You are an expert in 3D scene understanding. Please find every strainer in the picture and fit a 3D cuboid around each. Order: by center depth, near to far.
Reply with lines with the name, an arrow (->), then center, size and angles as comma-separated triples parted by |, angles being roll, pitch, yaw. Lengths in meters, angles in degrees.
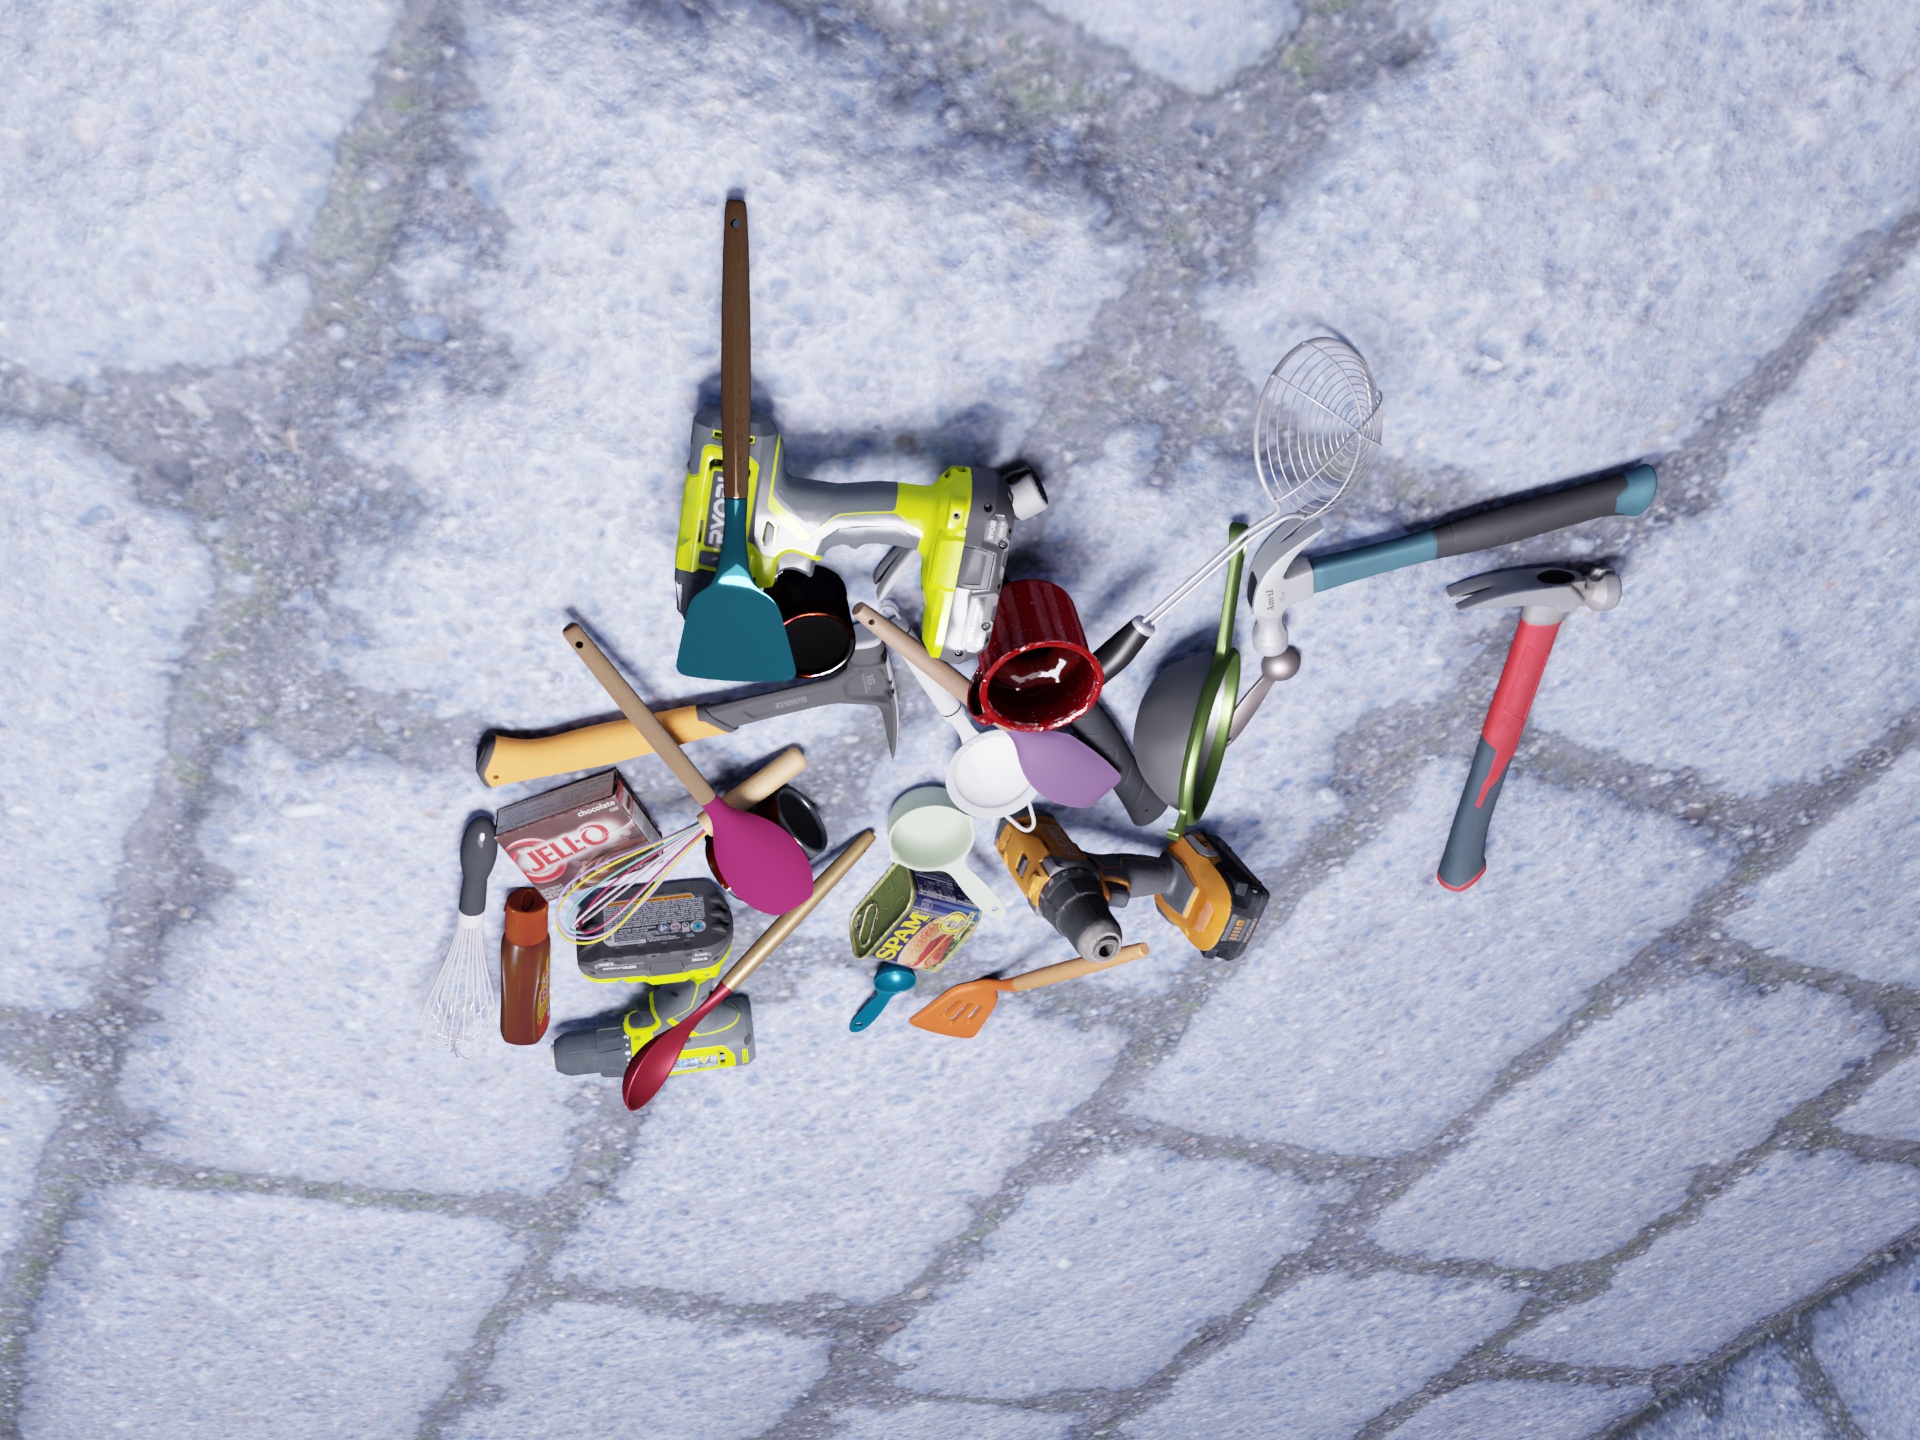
strainer -> 0.184, -0.041, 1.290 | 0.069, 0.151, 0.256 | 13, 115, 17
strainer -> -0.002, -0.004, 1.307 | 0.087, 0.050, 0.258 | -31, 127, 4

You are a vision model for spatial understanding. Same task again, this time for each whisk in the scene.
whisk -> -0.227, 0.104, 1.310 | 0.245, 0.047, 0.051 | -36, 131, -6
whisk -> -0.430, 0.190, 1.386 | 0.070, 0.070, 0.284 | 5, 127, -18

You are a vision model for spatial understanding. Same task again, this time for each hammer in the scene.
hammer -> -0.217, 0.008, 1.271 | 0.337, 0.034, 0.127 | -12, 134, -2
hammer -> 0.390, -0.144, 1.271 | 0.331, 0.033, 0.128 | -15, 136, 1
hammer -> 0.077, -0.032, 1.302 | 0.149, 0.036, 0.408 | -26, 134, 13
hammer -> 0.475, 0.021, 1.447 | 0.143, 0.038, 0.386 | -5, 134, -7

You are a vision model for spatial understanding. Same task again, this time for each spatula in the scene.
spatula -> -0.147, -0.174, 1.039 | 0.082, 0.044, 0.317 | 2, 106, -1
spatula -> 0.022, -0.008, 1.279 | 0.060, 0.018, 0.315 | -42, 129, 14
spatula -> 0.070, 0.258, 1.527 | 0.081, 0.041, 0.322 | 21, 151, -30

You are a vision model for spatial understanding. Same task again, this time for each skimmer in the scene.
skimmer -> 0.172, -0.131, 1.203 | 0.127, 0.090, 0.363 | 18, 130, -41

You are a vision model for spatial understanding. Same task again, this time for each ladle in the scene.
ladle -> -0.186, 0.213, 1.391 | 0.315, 0.031, 0.069 | -46, 160, -7

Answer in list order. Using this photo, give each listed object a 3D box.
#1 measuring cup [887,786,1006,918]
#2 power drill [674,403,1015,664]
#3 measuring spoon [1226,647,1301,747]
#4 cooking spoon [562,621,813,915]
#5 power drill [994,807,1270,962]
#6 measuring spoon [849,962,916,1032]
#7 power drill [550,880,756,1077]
measuring cup -> -0.005, 0.120, 1.418 | 0.083, 0.038, 0.167 | -29, 129, 13
power drill -> -0.085, -0.117, 1.112 | 0.223, 0.080, 0.171 | 8, 111, -8
measuring spoon -> 0.255, -0.013, 1.374 | 0.034, 0.018, 0.124 | 12, 130, -23
cooking spoon -> -0.214, 0.045, 1.255 | 0.069, 0.017, 0.318 | -31, 121, 5
power drill -> 0.158, 0.155, 1.399 | 0.226, 0.186, 0.084 | 10, 113, -26
measuring spoon -> -0.083, 0.272, 1.574 | 0.042, 0.021, 0.128 | 12, 138, -23
power drill -> -0.288, 0.253, 1.461 | 0.190, 0.080, 0.228 | -5, 137, -10
